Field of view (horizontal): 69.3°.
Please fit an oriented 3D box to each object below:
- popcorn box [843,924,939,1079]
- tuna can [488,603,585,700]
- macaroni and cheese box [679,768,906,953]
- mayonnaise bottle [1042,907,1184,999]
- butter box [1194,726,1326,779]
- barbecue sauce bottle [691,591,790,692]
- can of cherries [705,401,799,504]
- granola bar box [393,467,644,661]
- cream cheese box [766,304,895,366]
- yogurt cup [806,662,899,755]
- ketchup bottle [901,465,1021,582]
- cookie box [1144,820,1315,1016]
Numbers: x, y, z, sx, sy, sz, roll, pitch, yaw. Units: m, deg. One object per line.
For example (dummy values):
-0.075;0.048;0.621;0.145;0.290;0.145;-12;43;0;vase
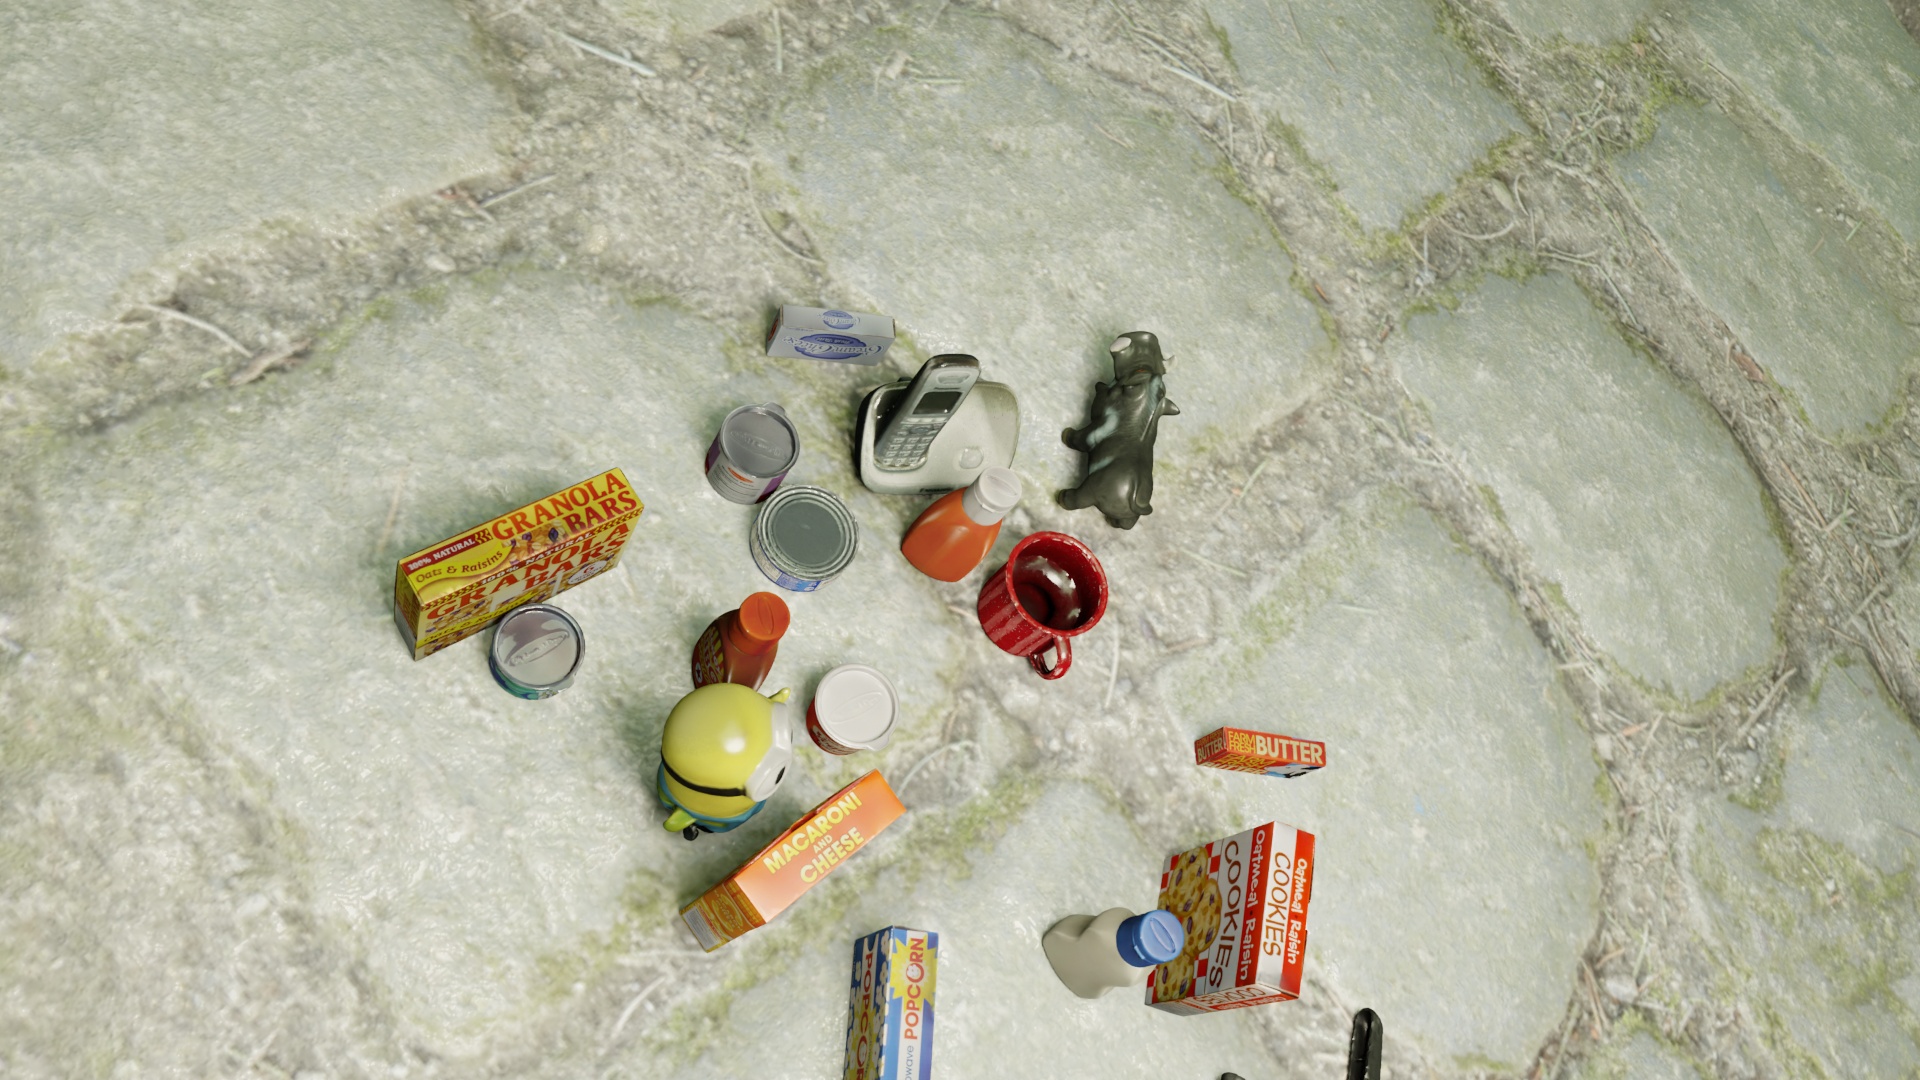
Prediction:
-0.051;0.345;0.988;0.038;0.085;0.127;12;63;-18;popcorn box
-0.310;0.084;1.022;0.071;0.032;0.071;9;64;-20;tuna can
-0.120;0.224;0.964;0.124;0.165;0.040;-34;84;-31;macaroni and cheese box
0.116;0.306;1.041;0.041;0.147;0.065;-31;83;-31;mayonnaise bottle
0.262;0.186;1.214;0.103;0.053;0.024;11;64;-19;butter box
-0.161;0.079;1.022;0.044;0.148;0.065;-6;71;-26;barbecue sauce bottle
-0.170;-0.071;1.138;0.071;0.058;0.072;9;64;-20;can of cherries
-0.318;0.016;0.995;0.166;0.123;0.039;-28;81;-31;granola bar box
-0.114;-0.179;1.213;0.104;0.053;0.024;3;67;-23;cream cheese box
-0.087;0.135;1.084;0.072;0.053;0.072;9;64;-20;yogurt cup
0.004;-0.014;1.135;0.065;0.148;0.044;30;59;-9;ketchup bottle
0.207;0.296;1.074;0.040;0.166;0.123;21;61;-14;cookie box
